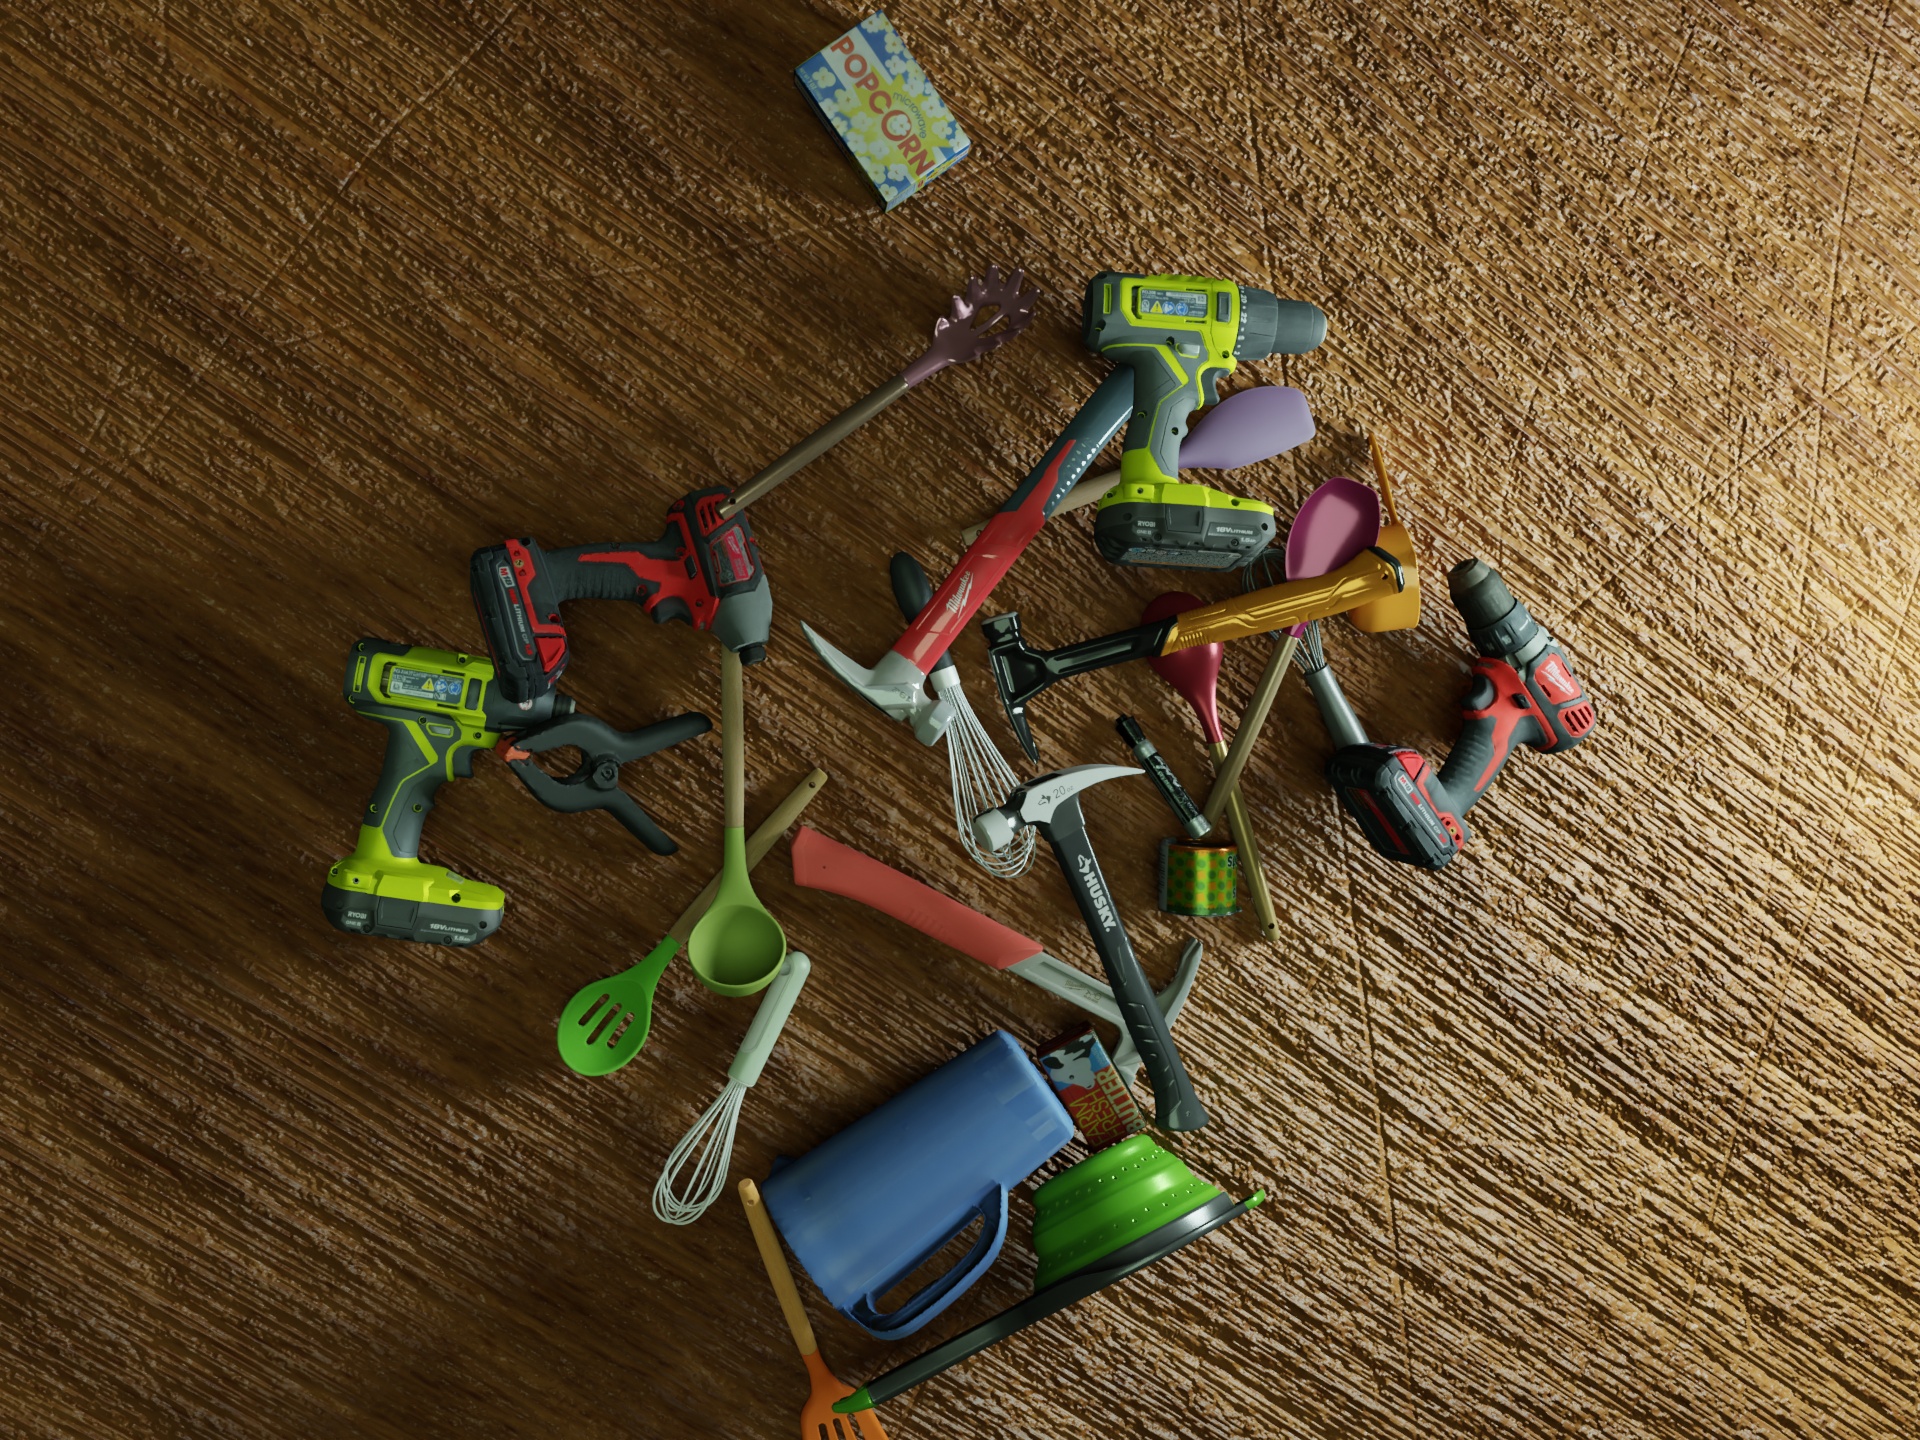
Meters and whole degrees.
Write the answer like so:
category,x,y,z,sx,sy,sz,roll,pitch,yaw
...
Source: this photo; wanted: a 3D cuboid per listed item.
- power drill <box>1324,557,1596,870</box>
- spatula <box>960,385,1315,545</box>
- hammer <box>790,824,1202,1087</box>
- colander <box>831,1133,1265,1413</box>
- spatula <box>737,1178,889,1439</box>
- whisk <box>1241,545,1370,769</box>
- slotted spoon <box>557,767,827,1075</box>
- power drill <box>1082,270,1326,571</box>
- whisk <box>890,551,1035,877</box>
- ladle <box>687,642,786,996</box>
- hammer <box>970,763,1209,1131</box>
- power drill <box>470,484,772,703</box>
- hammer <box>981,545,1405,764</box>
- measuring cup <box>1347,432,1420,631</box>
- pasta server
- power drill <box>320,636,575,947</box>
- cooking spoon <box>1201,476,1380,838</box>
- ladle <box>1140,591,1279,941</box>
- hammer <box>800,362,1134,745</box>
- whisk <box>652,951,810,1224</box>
category,x,y,z,sx,sy,sz,roll,pitch,yaw
power drill,0.413,-0.006,1.331,0.227,0.080,0.187,-41,106,-13
spatula,0.147,-0.208,1.325,0.316,0.018,0.060,-22,96,-6
hammer,0.023,0.174,1.334,0.359,0.037,0.149,28,91,-9
colander,0.055,0.444,1.312,0.397,0.204,0.095,-29,72,4
spatula,-0.131,0.510,1.317,0.081,0.041,0.322,-18,115,-5
whisk,0.302,-0.041,1.347,0.055,0.055,0.239,-29,101,-4
slotted spoon,-0.215,0.161,1.308,0.070,0.031,0.314,41,87,-9
power drill,0.191,-0.238,1.248,0.190,0.080,0.228,3,81,-5
whisk,-0.001,-0.004,1.306,0.070,0.070,0.284,-20,92,-5
ladle,-0.181,0.059,1.273,0.078,0.062,0.320,-1,87,-10
hammer,0.134,0.192,1.305,0.146,0.035,0.334,-28,104,-20
power drill,-0.256,-0.091,1.231,0.219,0.078,0.143,-16,83,-19
hammer,0.192,-0.067,1.290,0.337,0.034,0.127,-16,95,11
measuring cup,0.340,-0.157,1.333,0.052,0.095,0.174,-10,76,4
pasta server,-0.066,-0.256,1.259,0.316,0.040,0.060,-38,84,-14
power drill,-0.405,0.058,1.250,0.171,0.080,0.223,10,91,-13
cooking spoon,0.261,-0.047,1.310,0.069,0.017,0.319,23,102,5
ladle,0.223,0.042,1.354,0.069,0.031,0.315,-19,99,-3
hammer,0.037,-0.173,1.283,0.143,0.038,0.386,38,82,0
whisk,-0.186,0.303,1.315,0.059,0.058,0.246,29,86,-43
